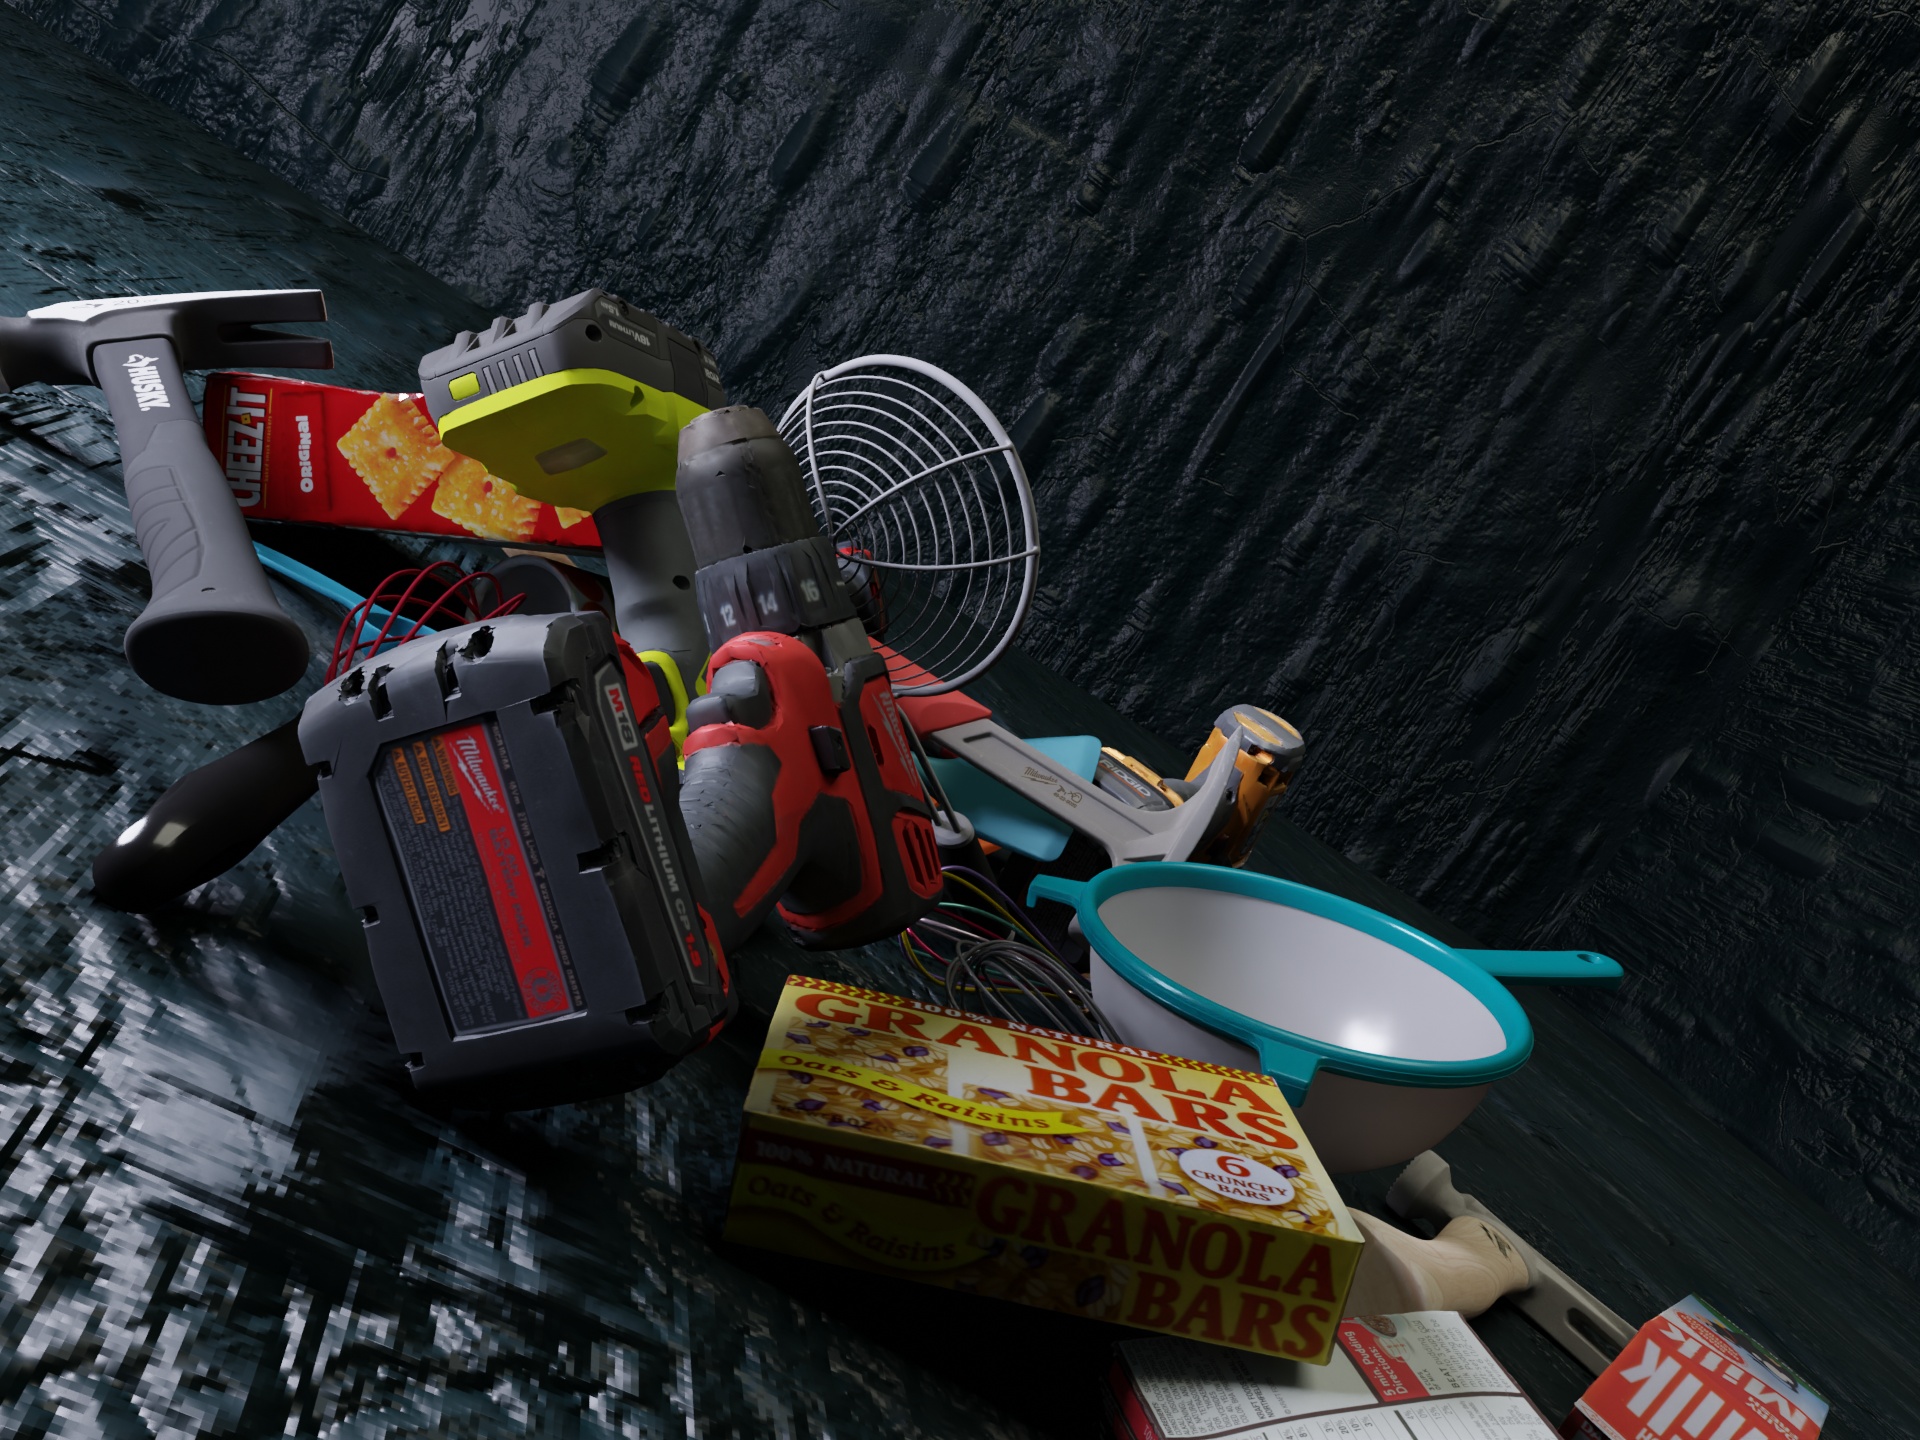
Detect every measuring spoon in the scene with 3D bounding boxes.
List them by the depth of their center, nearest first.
[{"bbox_3d":[-0.269,-0.047,0.674,0.129,0.021,0.042,27,8,18],"label":"measuring spoon"}]

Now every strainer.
[{"bbox_3d":[0.200,0.154,0.774,0.340,0.095,0.211,6,16,-33],"label":"strainer"}]

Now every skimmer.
[{"bbox_3d":[-0.001,-0.002,0.703,0.127,0.090,0.362,25,-22,26],"label":"skimmer"}]

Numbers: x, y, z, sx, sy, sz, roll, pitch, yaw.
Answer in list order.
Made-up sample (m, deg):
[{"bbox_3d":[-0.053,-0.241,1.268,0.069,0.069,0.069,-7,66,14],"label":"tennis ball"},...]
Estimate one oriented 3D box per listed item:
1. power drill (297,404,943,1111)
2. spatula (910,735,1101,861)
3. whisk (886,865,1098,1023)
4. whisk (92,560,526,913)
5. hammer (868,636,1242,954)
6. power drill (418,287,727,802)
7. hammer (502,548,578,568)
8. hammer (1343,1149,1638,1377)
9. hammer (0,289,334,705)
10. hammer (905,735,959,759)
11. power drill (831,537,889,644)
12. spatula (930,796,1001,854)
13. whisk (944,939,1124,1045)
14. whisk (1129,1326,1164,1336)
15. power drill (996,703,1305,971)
[{"bbox_3d":[-0.082,-0.002,0.474,0.226,0.080,0.188,-26,100,-68],"label":"power drill"},{"bbox_3d":[-0.081,-0.005,0.898,0.317,0.082,0.044,22,-27,4],"label":"spatula"},{"bbox_3d":[0.047,0.134,0.793,0.244,0.051,0.047,33,27,-42],"label":"whisk"},{"bbox_3d":[-0.196,-0.001,0.514,0.073,0.073,0.296,33,12,-8],"label":"whisk"},{"bbox_3d":[-0.029,-0.023,0.867,0.359,0.149,0.036,32,-24,8],"label":"hammer"},{"bbox_3d":[-0.123,-0.032,0.586,0.190,0.080,0.228,4,70,-74],"label":"power drill"},{"bbox_3d":[-0.222,-0.074,0.883,0.130,0.031,0.332,-1,36,-47],"label":"hammer"},{"bbox_3d":[0.218,0.239,0.669,0.146,0.038,0.410,39,3,28],"label":"hammer"},{"bbox_3d":[-0.274,-0.093,0.562,0.146,0.035,0.335,-14,34,-26],"label":"hammer"},{"bbox_3d":[0.092,0.102,1.168,0.387,0.038,0.143,38,9,28],"label":"hammer"},{"bbox_3d":[-0.129,-0.071,1.020,0.219,0.143,0.078,-29,108,-81],"label":"power drill"},{"bbox_3d":[-0.041,0.054,0.889,0.081,0.041,0.322,32,7,19],"label":"spatula"},{"bbox_3d":[0.084,0.173,0.649,0.239,0.055,0.055,41,9,15],"label":"whisk"},{"bbox_3d":[0.130,0.237,0.439,0.057,0.059,0.247,-8,30,-36],"label":"whisk"},{"bbox_3d":[0.117,0.088,0.998,0.084,0.185,0.226,37,27,26],"label":"power drill"}]
